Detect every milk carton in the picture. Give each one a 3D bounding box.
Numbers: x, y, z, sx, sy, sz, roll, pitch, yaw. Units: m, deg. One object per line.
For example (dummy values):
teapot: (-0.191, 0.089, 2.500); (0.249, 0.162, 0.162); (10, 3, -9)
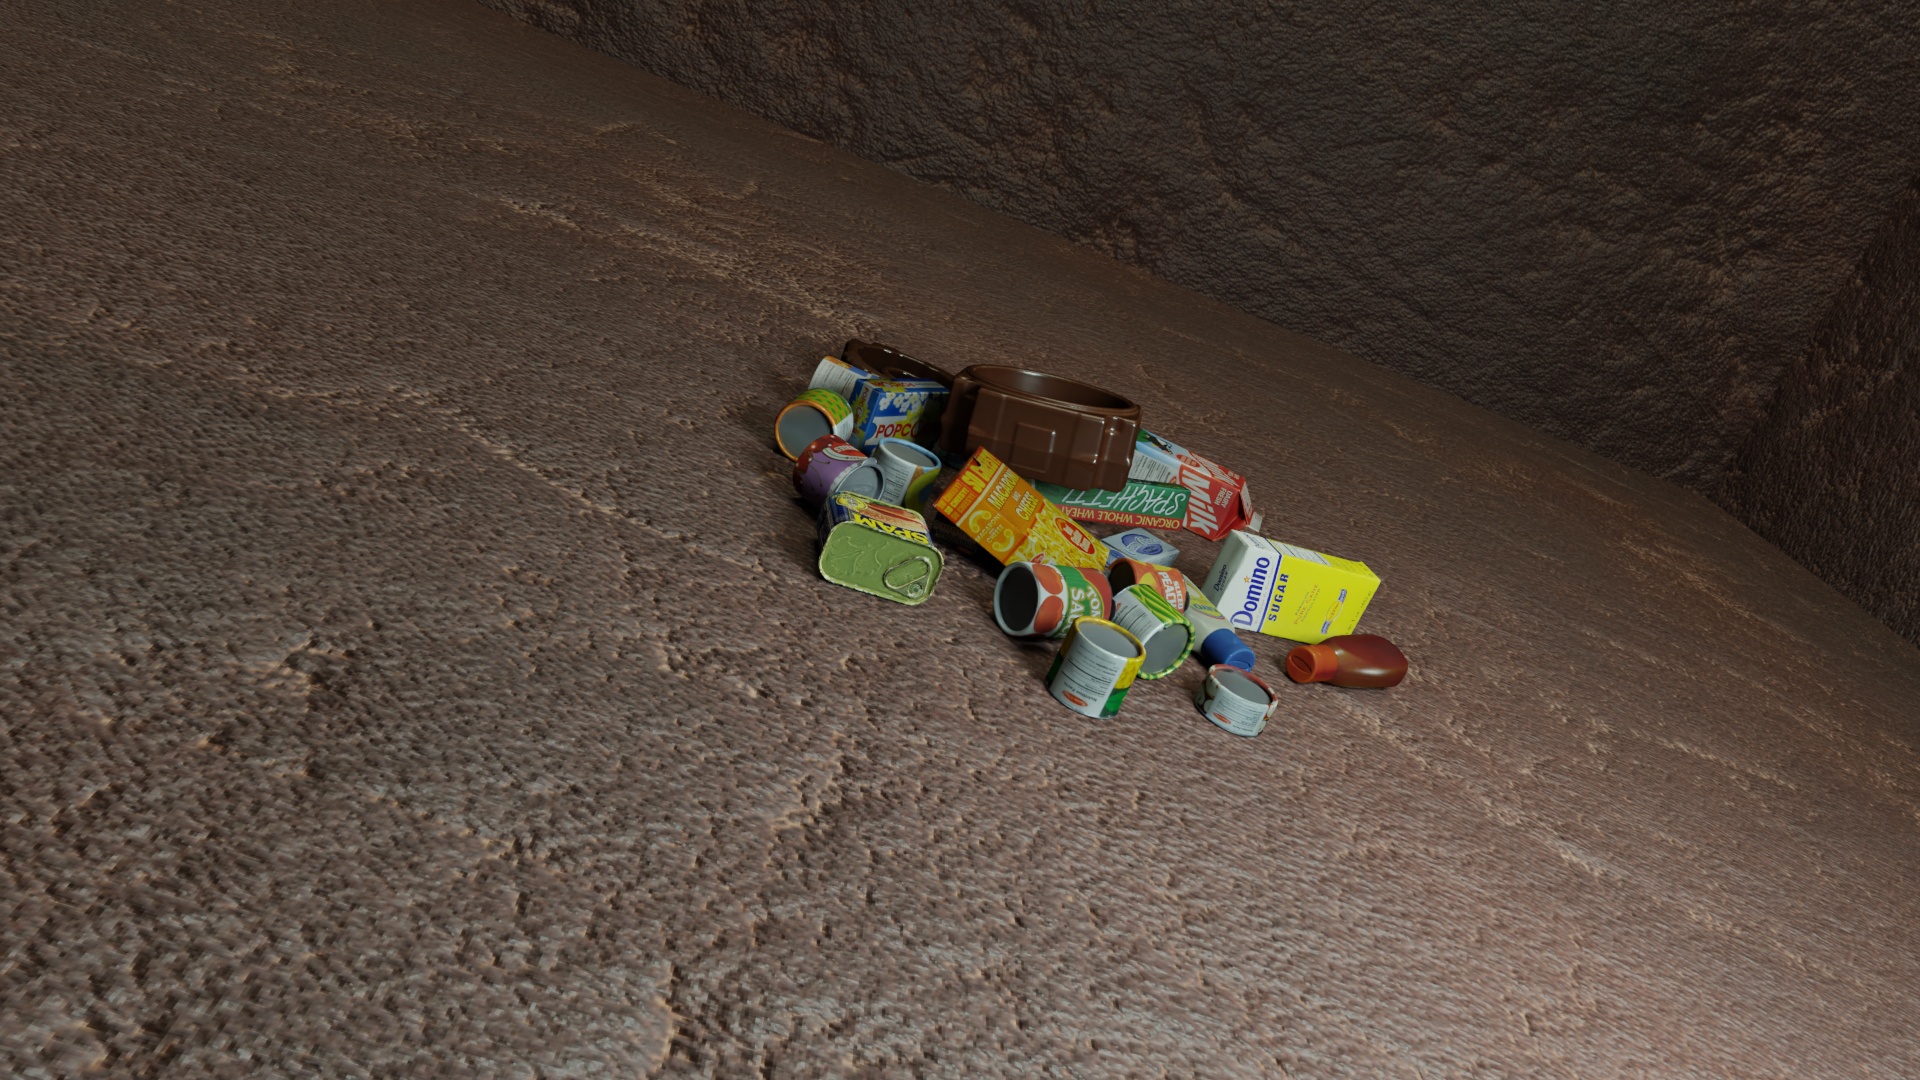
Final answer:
milk carton: (0.275, -0.061, 1.675); (0.191, 0.073, 0.072); (27, 21, 8)

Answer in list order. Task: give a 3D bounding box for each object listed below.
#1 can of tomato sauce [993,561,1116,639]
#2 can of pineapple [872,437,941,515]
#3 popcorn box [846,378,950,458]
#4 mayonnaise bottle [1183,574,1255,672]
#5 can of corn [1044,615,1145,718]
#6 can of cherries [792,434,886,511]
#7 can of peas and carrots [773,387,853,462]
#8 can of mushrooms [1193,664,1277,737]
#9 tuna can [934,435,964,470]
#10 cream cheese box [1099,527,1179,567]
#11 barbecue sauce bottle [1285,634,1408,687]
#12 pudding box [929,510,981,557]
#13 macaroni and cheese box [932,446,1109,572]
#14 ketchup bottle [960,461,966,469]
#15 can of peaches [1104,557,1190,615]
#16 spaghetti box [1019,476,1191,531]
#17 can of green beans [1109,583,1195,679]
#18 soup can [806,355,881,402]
can of tomato sauce: (0.081, 0.054, 1.207); (0.083, 0.071, 0.071); (6, 26, -36)
can of pineapple: (-0.058, -0.061, 1.351); (0.071, 0.057, 0.071); (20, 21, -8)
popcorn box: (-0.070, -0.124, 1.453); (0.038, 0.085, 0.127); (34, 24, 28)
mayonnaise bottle: (0.227, 0.079, 1.333); (0.065, 0.041, 0.148); (12, 23, -32)
can of corn: (0.111, 0.102, 1.135); (0.071, 0.058, 0.071); (20, 21, -8)
can of cherries: (-0.110, -0.058, 1.271); (0.058, 0.071, 0.071); (37, 24, 32)
can of peas and carrots: (-0.147, -0.114, 1.377); (0.071, 0.070, 0.059); (24, 21, 3)
can of mushrooms: (0.241, 0.138, 1.216); (0.071, 0.033, 0.071); (19, 21, -8)
tuna can: (0.009, -0.101, 1.552); (0.071, 0.032, 0.071); (20, 21, -8)
cream cheese box: (0.187, 0.014, 1.471); (0.053, 0.024, 0.104); (30, 22, 24)
barbecue sauce bottle: (0.384, 0.121, 1.391); (0.149, 0.043, 0.065); (2, 29, -42)
pudding box: (0.005, -0.017, 1.349); (0.050, 0.030, 0.084); (24, 21, 6)
macaroni and cheese box: (0.062, -0.011, 1.320); (0.166, 0.040, 0.124); (40, 21, -3)
ketchup bottle: (0.066, -0.067, 1.514); (0.149, 0.043, 0.065); (3, 29, -41)
can of peaches: (0.171, 0.052, 1.301); (0.058, 0.071, 0.071); (13, 23, -25)
spaghetti box: (0.134, -0.047, 1.488); (0.250, 0.050, 0.029); (6, 15, -25)
can of green beans: (0.165, 0.081, 1.230); (0.071, 0.071, 0.058); (7, 27, -37)
soup can: (-0.118, -0.153, 1.503); (0.084, 0.071, 0.071); (24, 21, 3)
